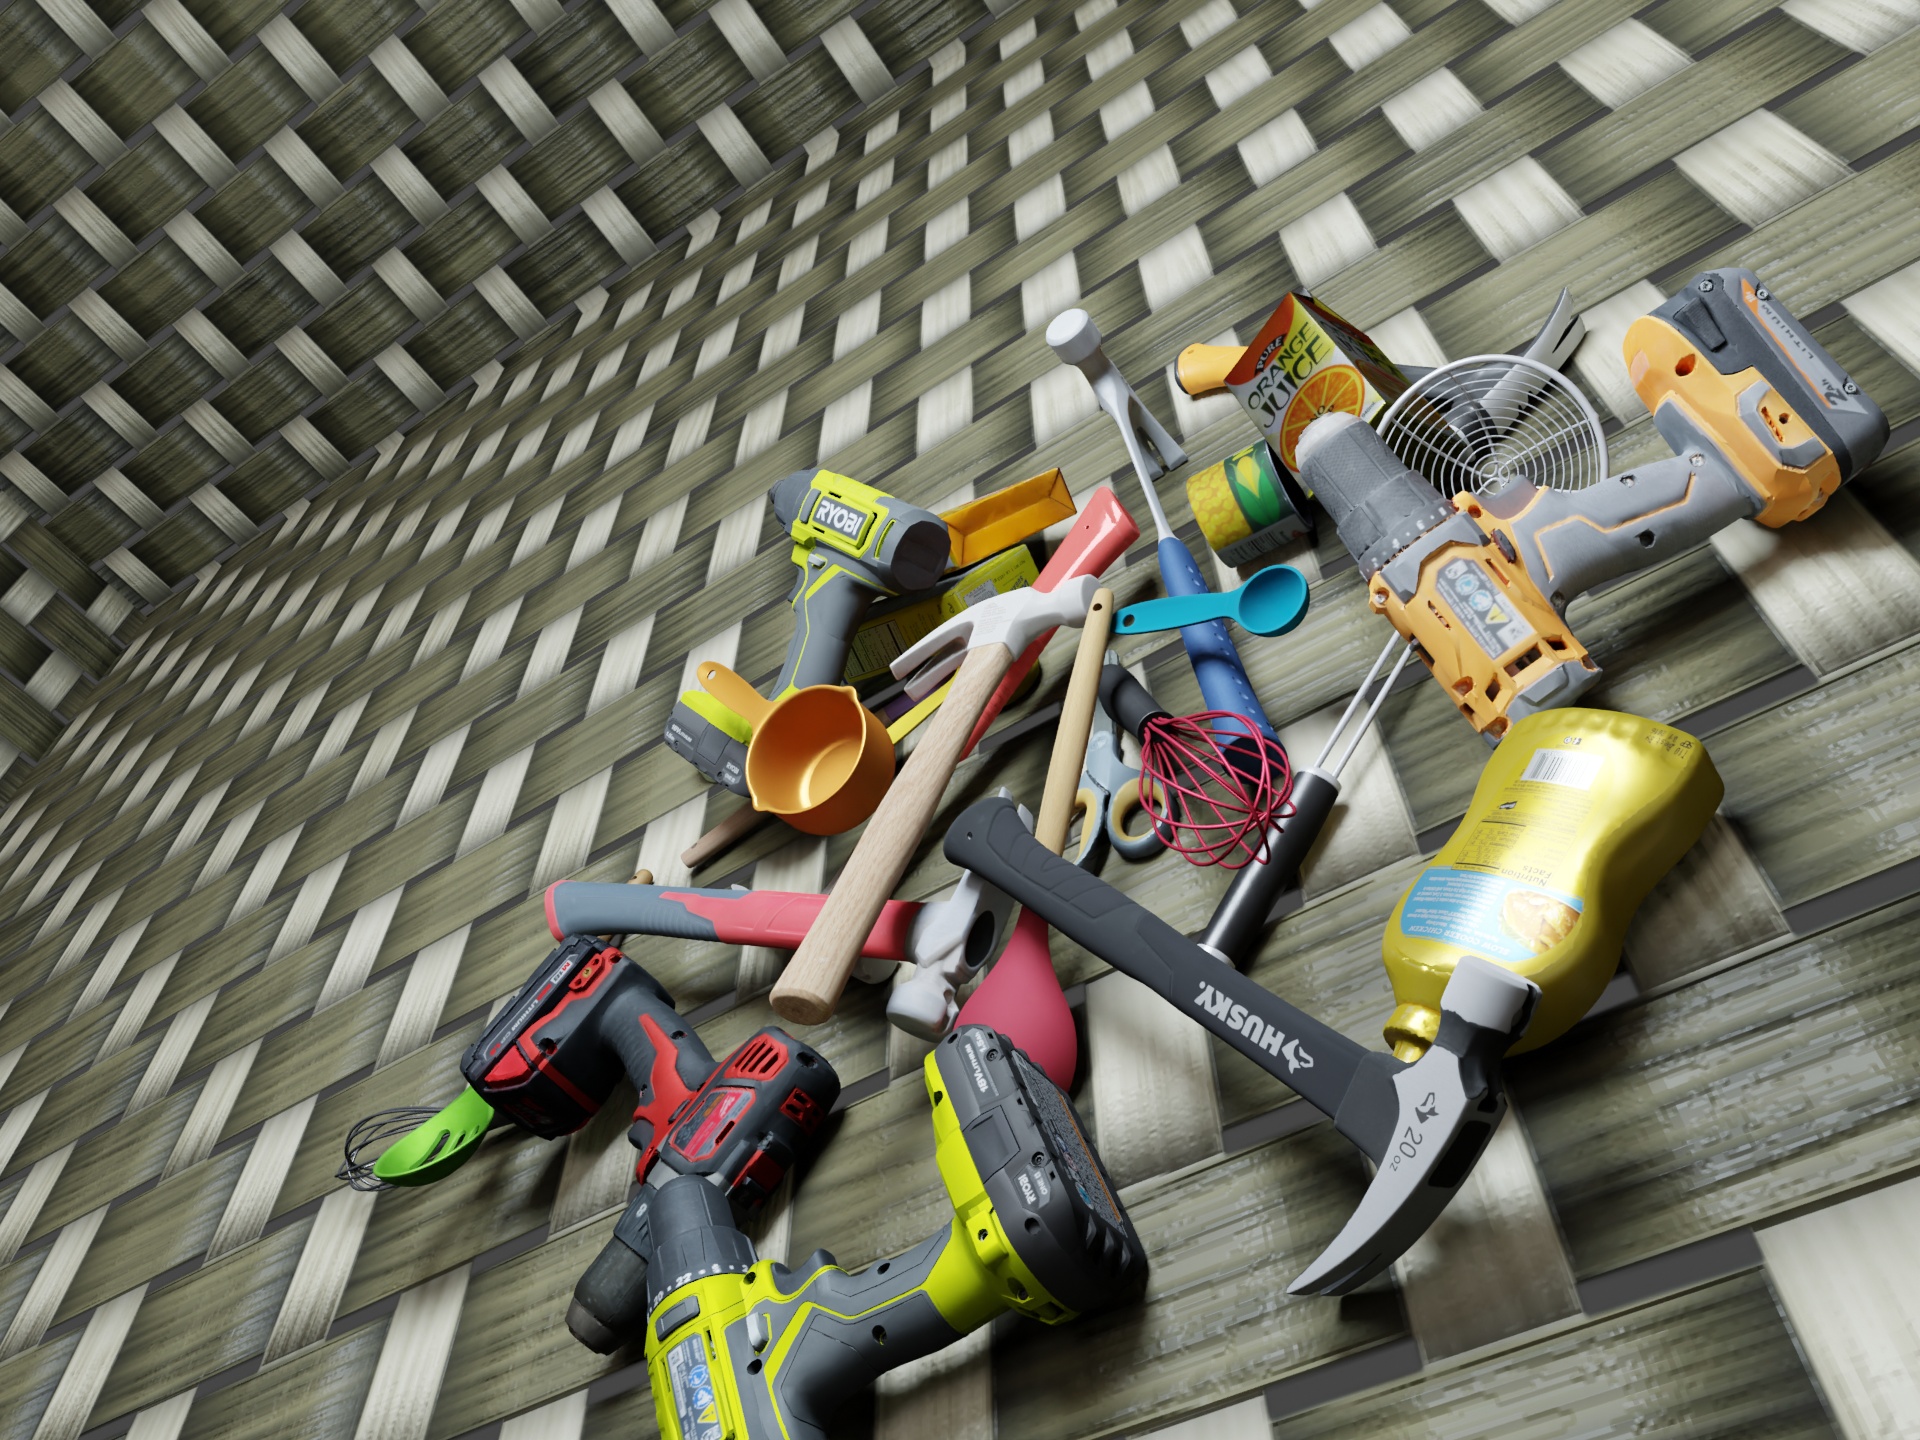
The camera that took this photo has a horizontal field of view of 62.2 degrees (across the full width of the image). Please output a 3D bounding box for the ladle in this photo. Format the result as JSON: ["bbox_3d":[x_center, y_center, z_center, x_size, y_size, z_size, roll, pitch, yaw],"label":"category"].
[{"bbox_3d":[0.050,0.062,0.847,0.069,0.031,0.316,0,60,25],"label":"ladle"}]

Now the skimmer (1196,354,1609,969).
[{"bbox_3d":[0.212,-0.031,0.813,0.127,0.090,0.363,26,67,24],"label":"skimmer"}]

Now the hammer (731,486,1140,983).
[{"bbox_3d":[-0.002,-0.003,1.021,0.149,0.036,0.359,19,69,50],"label":"hammer"}]

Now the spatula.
[{"bbox_3d":[-0.072,0.011,1.145,0.316,0.018,0.060,-36,25,4],"label":"spatula"}]

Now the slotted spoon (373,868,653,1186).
[{"bbox_3d":[-0.283,0.198,1.065,0.070,0.031,0.314,-12,27,28],"label":"slotted spoon"}]

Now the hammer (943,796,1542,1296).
[{"bbox_3d":[0.091,0.114,0.712,0.335,0.035,0.146,29,98,52],"label":"hammer"}]

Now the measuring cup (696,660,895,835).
[{"bbox_3d":[-0.109,0.010,1.015,0.095,0.052,0.174,-52,48,-4],"label":"measuring cup"}]

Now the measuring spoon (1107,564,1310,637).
[{"bbox_3d":[0.138,-0.058,0.883,0.129,0.021,0.042,-6,60,41],"label":"measuring spoon"}]

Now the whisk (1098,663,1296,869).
[{"bbox_3d":[0.109,0.011,0.838,0.073,0.073,0.296,-38,16,2],"label":"whisk"}]

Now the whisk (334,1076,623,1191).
[{"bbox_3d":[-0.320,0.264,1.055,0.239,0.055,0.055,-22,34,19],"label":"whisk"}]

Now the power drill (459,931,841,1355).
[{"bbox_3d":[-0.193,0.233,0.904,0.227,0.080,0.188,19,62,44],"label":"power drill"}]

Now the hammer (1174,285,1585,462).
[{"bbox_3d":[0.264,-0.245,1.101,0.127,0.034,0.337,-47,30,-11],"label":"hammer"}]

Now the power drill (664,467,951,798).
[{"bbox_3d":[-0.113,-0.062,1.106,0.171,0.080,0.223,29,96,45],"label":"power drill"}]

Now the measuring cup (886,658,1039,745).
[{"bbox_3d":[-0.011,-0.003,1.089,0.156,0.029,0.062,-38,30,8],"label":"measuring cup"}]

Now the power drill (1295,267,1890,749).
[{"bbox_3d":[0.293,-0.121,0.770,0.226,0.185,0.084,-36,-14,3],"label":"power drill"}]

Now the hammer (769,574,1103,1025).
[{"bbox_3d":[-0.024,0.035,0.893,0.130,0.031,0.331,-12,34,36],"label":"hammer"}]

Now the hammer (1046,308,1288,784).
[{"bbox_3d":[0.135,-0.110,1.003,0.035,0.143,0.406,-31,39,18],"label":"hammer"}]

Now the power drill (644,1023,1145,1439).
[{"bbox_3d":[-0.048,0.244,0.726,0.228,0.080,0.191,-37,40,7],"label":"power drill"}]

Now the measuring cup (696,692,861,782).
[{"bbox_3d":[-0.149,-0.004,1.227,0.167,0.038,0.083,-20,35,34],"label":"measuring cup"}]

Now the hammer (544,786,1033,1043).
[{"bbox_3d":[-0.125,0.107,0.974,0.386,0.038,0.143,-2,53,42],"label":"hammer"}]
